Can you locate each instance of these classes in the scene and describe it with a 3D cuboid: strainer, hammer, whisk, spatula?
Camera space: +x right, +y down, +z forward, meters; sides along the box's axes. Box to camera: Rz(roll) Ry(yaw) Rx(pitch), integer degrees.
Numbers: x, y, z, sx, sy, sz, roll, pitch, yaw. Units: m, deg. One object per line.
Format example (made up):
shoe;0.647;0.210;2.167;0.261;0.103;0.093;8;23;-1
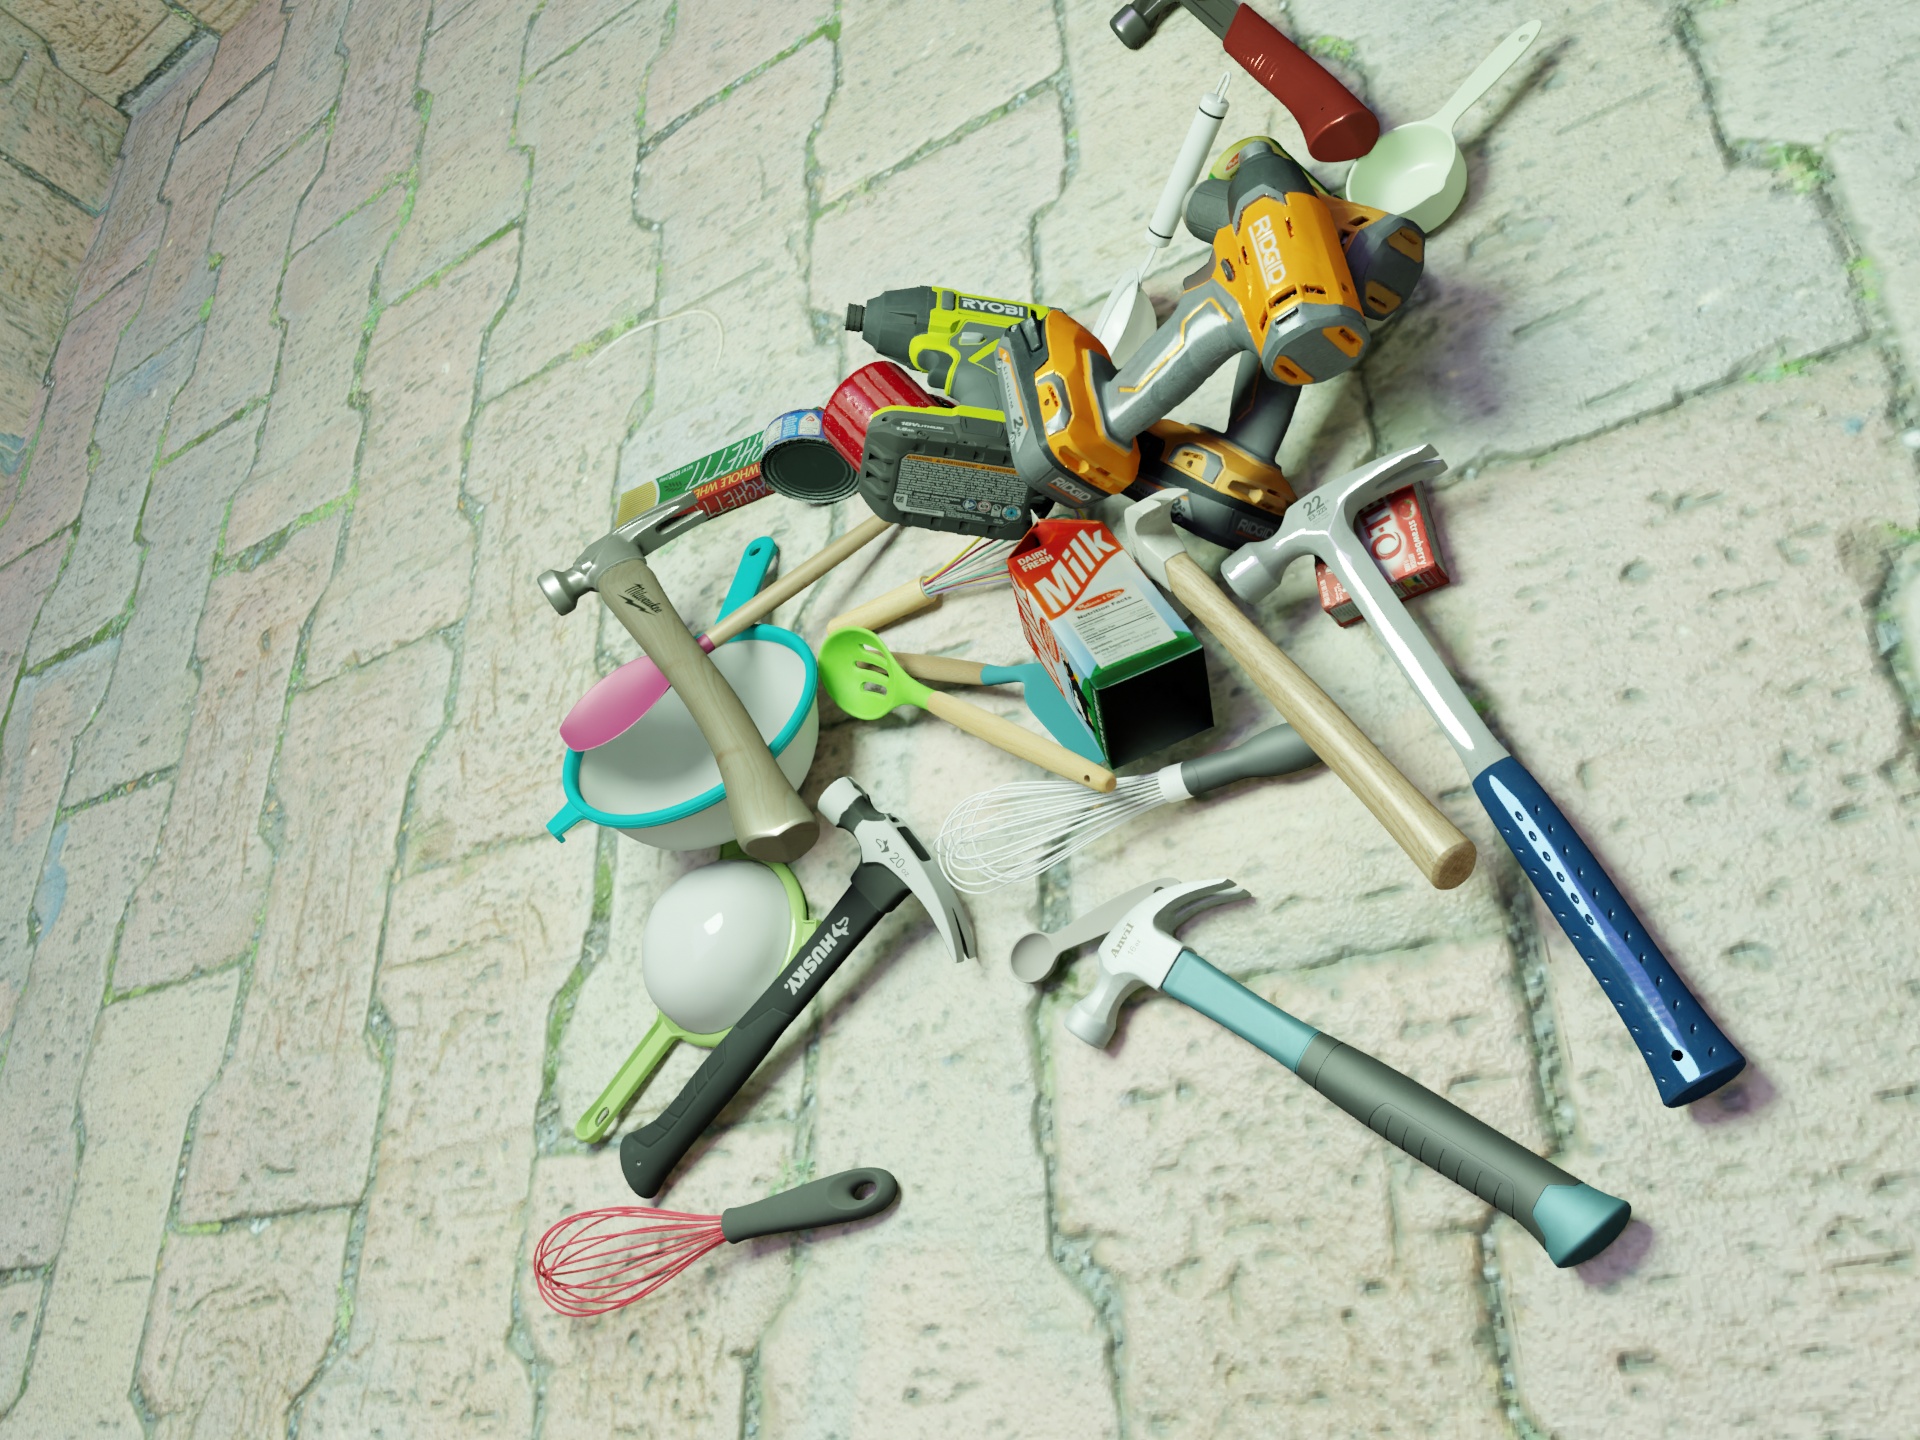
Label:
strainer;0.140;-0.336;1.129;0.087;0.050;0.258;-86;14;-47
hammer;-0.128;0.209;1.098;0.146;0.035;0.334;44;106;17
hammer;0.183;-0.026;0.915;0.031;0.129;0.332;-30;46;-5
whisk;0.107;0.049;1.002;0.284;0.070;0.070;-19;56;25
hammer;-0.188;-0.038;1.164;0.146;0.038;0.411;-33;44;-8
hammer;0.287;0.015;0.859;0.144;0.035;0.406;-38;53;19
whisk;-0.006;-0.103;1.187;0.245;0.047;0.051;-22;43;34
spatula;0.005;-0.024;1.132;0.082;0.044;0.318;-33;26;-31
strainer;-0.222;0.202;1.176;0.256;0.069;0.152;-53;46;1
whisk;-0.170;0.345;1.069;0.296;0.073;0.073;-21;55;22
hammer;0.201;0.190;0.863;0.331;0.033;0.128;28;88;44
strainer;-0.179;-0.014;1.257;0.211;0.095;0.341;-12;38;20
hammer;0.228;-0.513;1.191;0.149;0.036;0.360;-40;41;16

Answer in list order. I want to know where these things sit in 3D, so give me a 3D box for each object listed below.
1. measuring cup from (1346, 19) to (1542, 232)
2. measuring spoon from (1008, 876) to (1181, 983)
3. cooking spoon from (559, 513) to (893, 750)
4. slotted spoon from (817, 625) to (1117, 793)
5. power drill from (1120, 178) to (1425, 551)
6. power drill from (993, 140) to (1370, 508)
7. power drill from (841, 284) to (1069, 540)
measuring cup;0.333;-0.393;1.067;0.167;0.038;0.083;-47;46;6
measuring spoon;0.087;0.132;1.004;0.124;0.018;0.034;-29;51;16
cooking spoon;-0.172;-0.076;1.231;0.319;0.017;0.069;-37;44;-11
slotted spoon;-0.002;-0.003;1.083;0.314;0.031;0.070;25;120;49
power drill;0.179;-0.241;1.042;0.186;0.084;0.226;39;110;44
power drill;0.131;-0.246;0.983;0.226;0.084;0.164;-27;59;33
power drill;-0.006;-0.234;1.147;0.223;0.171;0.080;-88;8;-45
